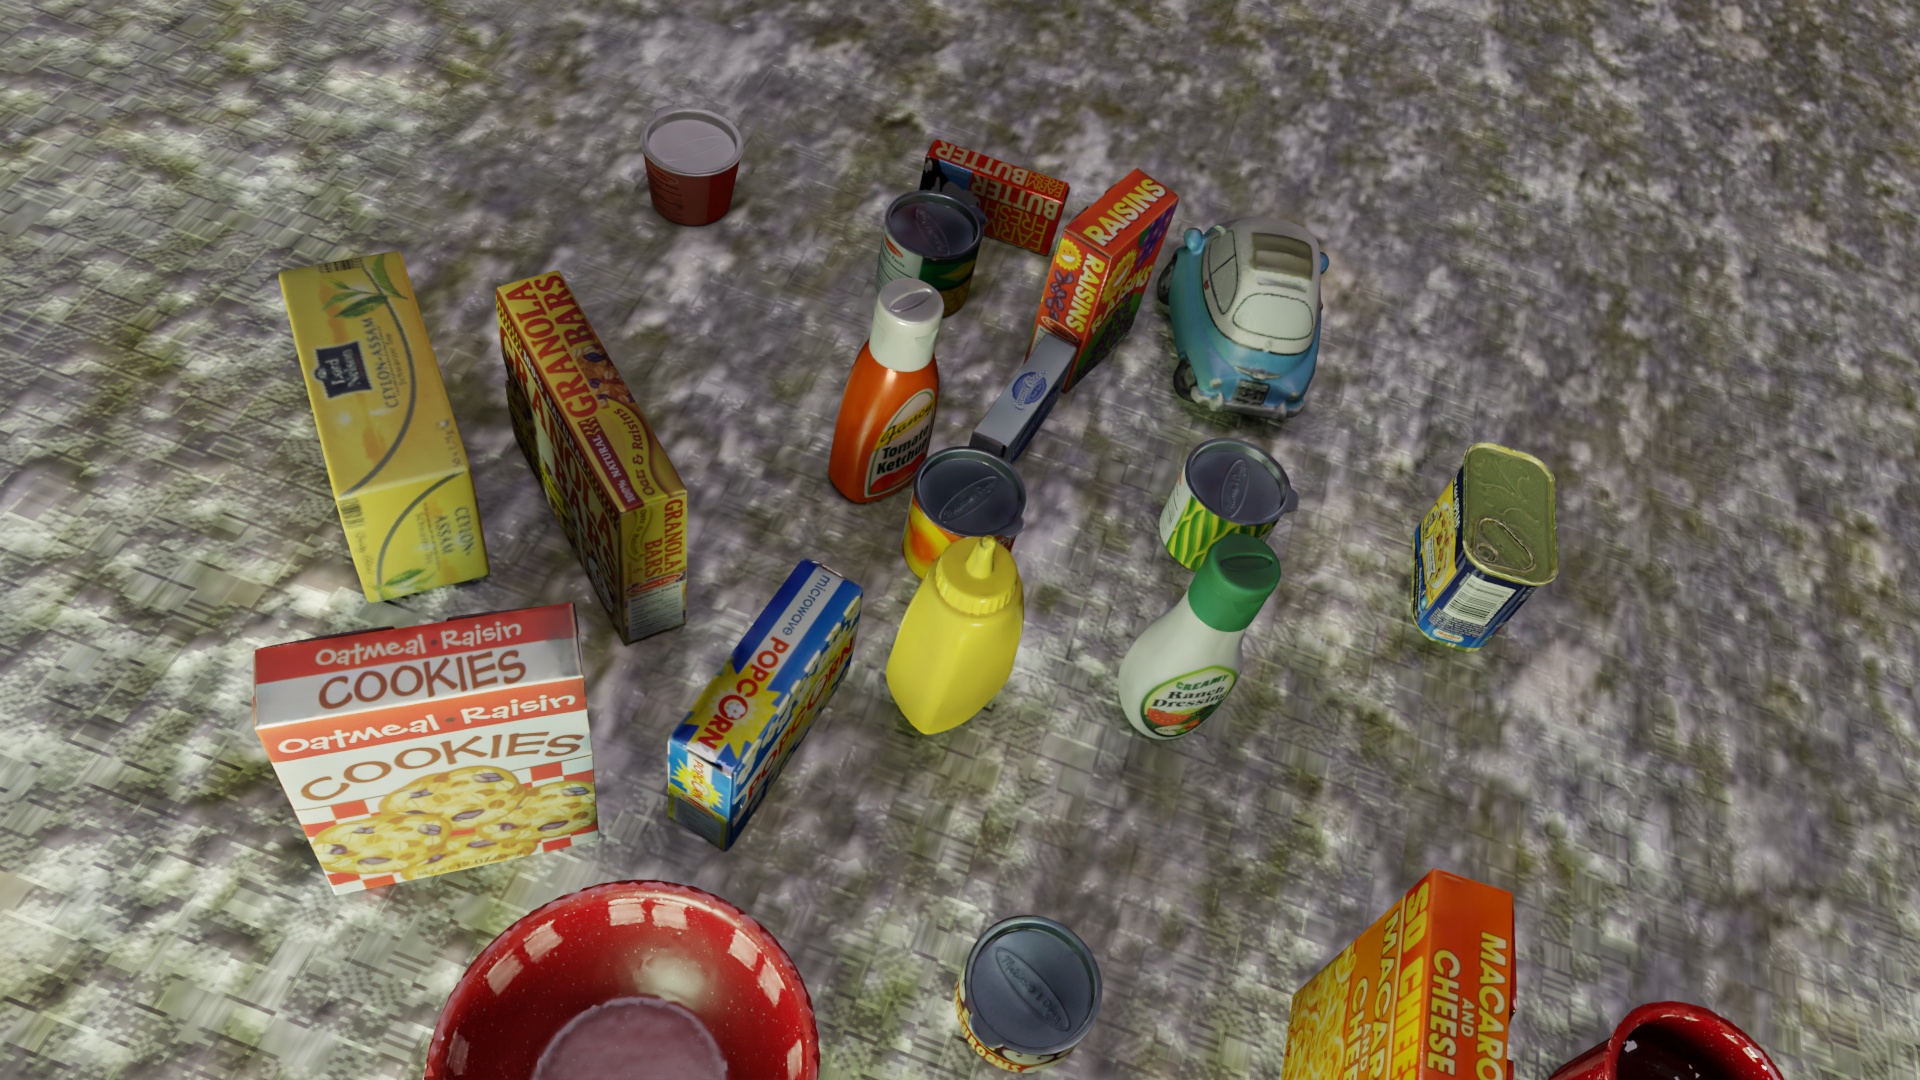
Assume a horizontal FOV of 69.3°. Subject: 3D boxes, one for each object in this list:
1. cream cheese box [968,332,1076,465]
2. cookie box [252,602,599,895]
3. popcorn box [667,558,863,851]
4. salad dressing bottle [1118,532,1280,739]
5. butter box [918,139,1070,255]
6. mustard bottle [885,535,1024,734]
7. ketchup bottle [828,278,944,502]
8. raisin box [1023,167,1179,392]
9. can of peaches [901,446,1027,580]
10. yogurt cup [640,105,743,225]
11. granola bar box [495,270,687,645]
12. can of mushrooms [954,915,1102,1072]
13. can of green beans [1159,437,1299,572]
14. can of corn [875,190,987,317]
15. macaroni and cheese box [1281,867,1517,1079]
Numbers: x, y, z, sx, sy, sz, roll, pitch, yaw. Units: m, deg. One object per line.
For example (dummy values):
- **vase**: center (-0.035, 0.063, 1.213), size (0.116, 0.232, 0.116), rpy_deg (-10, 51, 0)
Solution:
- **cream cheese box**: center (0.036, -0.079, 0.871), size (0.024, 0.053, 0.104), rpy_deg (28, 53, 9)
- **cookie box**: center (-0.227, 0.094, 0.614), size (0.123, 0.166, 0.040), rpy_deg (-9, 57, -18)
- **popcorn box**: center (-0.098, 0.082, 0.703), size (0.038, 0.084, 0.127), rpy_deg (27, 53, 8)
- **salad dressing bottle**: center (0.126, 0.053, 0.734), size (0.064, 0.146, 0.044), rpy_deg (-4, 55, -15)
- **butter box**: center (0.022, -0.244, 0.990), size (0.103, 0.052, 0.024), rpy_deg (19, 53, 2)
- **mustard bottle**: center (0.002, 0.041, 0.708), size (0.065, 0.159, 0.049), rpy_deg (-27, 64, -28)
- **ketchup bottle**: center (-0.040, -0.086, 0.800), size (0.065, 0.148, 0.043), rpy_deg (-33, 67, -30)
- **raisin box**: center (0.090, -0.168, 0.905), size (0.040, 0.122, 0.086), rpy_deg (36, 55, 14)
- **can of peaches**: center (0.003, -0.010, 0.810), size (0.071, 0.057, 0.071), rpy_deg (6, 53, -8)
- **yogurt cup**: center (-0.184, -0.254, 0.952), size (0.072, 0.053, 0.073), rpy_deg (6, 53, -8)
- **granola bar box**: center (-0.199, -0.043, 0.749), size (0.039, 0.123, 0.166), rpy_deg (-21, 61, -25)
- **can of mushrooms**: center (0.030, 0.218, 0.662), size (0.071, 0.033, 0.071), rpy_deg (6, 53, -8)
- **can of green beans**: center (0.161, -0.019, 0.851), size (0.071, 0.057, 0.071), rpy_deg (6, 53, -8)
- **can of corn**: center (-0.020, -0.193, 0.940), size (0.071, 0.058, 0.071), rpy_deg (6, 53, -8)
- **macaroni and cheese box**: center (0.183, 0.233, 0.601), size (0.040, 0.165, 0.124), rpy_deg (19, 53, 2)
